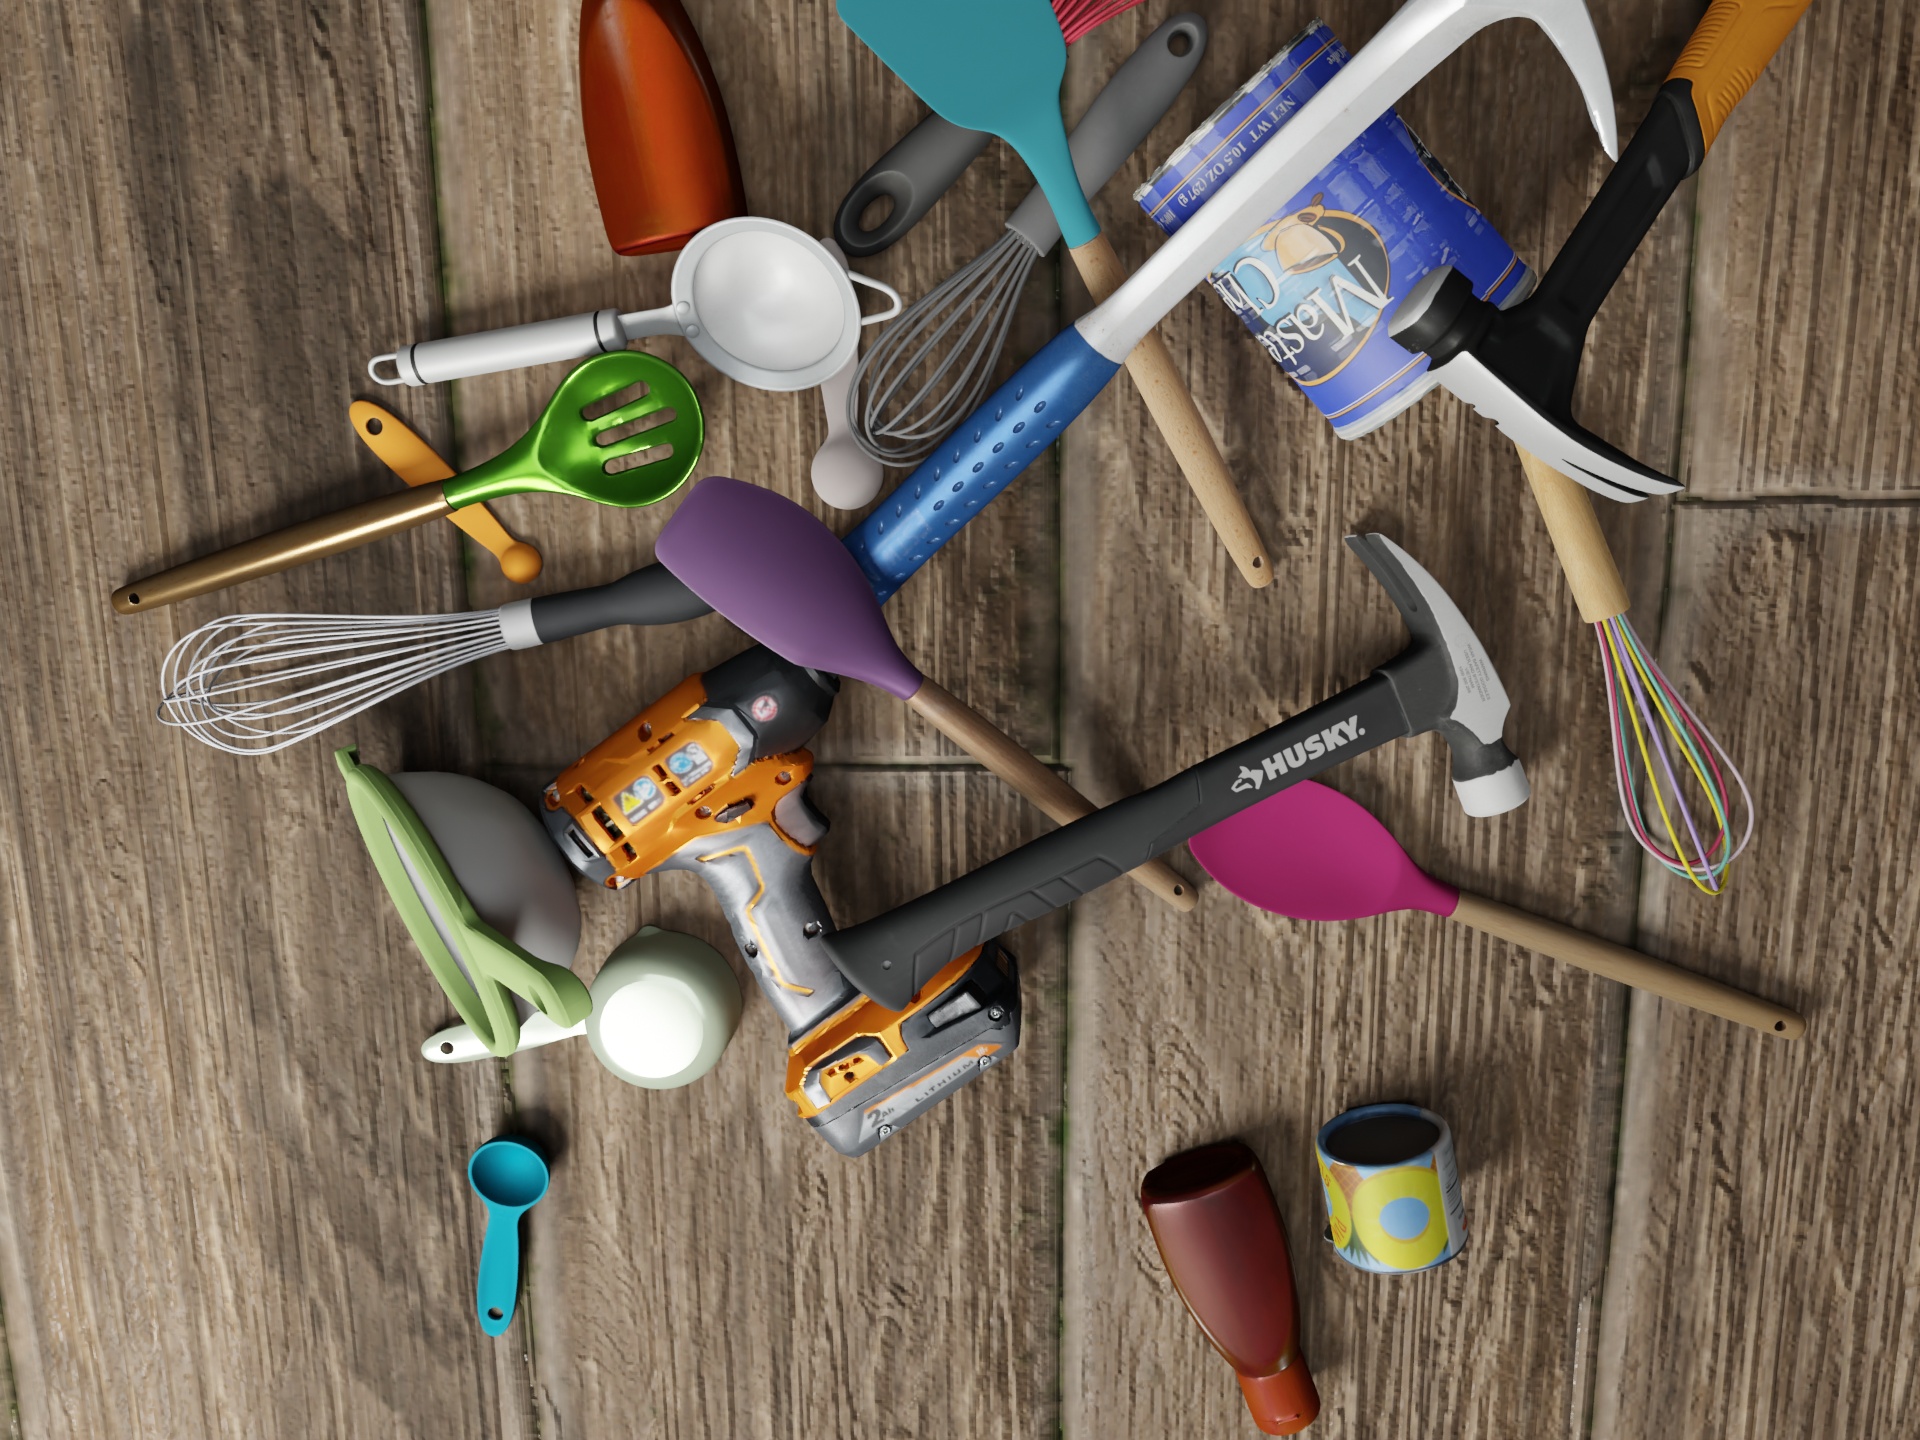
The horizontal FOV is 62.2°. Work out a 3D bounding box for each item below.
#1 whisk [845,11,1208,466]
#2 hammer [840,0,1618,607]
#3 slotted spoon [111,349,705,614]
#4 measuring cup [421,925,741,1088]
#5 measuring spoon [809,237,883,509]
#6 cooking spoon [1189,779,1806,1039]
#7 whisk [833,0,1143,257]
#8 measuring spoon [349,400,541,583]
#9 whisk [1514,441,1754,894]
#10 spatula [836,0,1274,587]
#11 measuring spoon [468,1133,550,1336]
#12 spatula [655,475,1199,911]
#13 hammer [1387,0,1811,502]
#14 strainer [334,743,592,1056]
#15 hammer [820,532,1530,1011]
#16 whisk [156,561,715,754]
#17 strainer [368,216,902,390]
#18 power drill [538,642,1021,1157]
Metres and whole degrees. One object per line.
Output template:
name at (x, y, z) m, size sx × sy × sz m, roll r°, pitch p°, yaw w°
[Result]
whisk at (0.032, -0.213, 0.706) m, size 0.055 × 0.055 × 0.239 m, roll 38°, pitch 96°, yaw -6°
hammer at (0.067, -0.155, 0.638) m, size 0.144 × 0.035 × 0.405 m, roll 36°, pitch 127°, yaw -20°
slotted spoon at (-0.261, -0.100, 0.742) m, size 0.314 × 0.031 × 0.070 m, roll -16°, pitch 103°, yaw 11°
measuring cup at (-0.194, 0.156, 0.797) m, size 0.167 × 0.038 × 0.083 m, roll -12°, pitch 102°, yaw 2°
measuring spoon at (-0.057, -0.159, 0.734) m, size 0.034 × 0.018 × 0.124 m, roll -4°, pitch 101°, yaw 3°
cooking spoon at (0.265, 0.098, 0.779) m, size 0.319 × 0.017 × 0.068 m, roll 20°, pitch 103°, yaw -2°
whisk at (0.053, -0.308, 0.681) m, size 0.296 × 0.073 × 0.073 m, roll -41°, pitch 98°, yaw 16°
measuring spoon at (-0.246, -0.108, 0.755) m, size 0.117 × 0.011 × 0.021 m, roll 44°, pitch 100°, yaw -7°
whisk at (0.310, -0.031, 0.743) m, size 0.047 × 0.051 × 0.245 m, roll -26°, pitch 97°, yaw -14°
spatula at (0.063, -0.188, 0.690) m, size 0.082 × 0.044 × 0.317 m, roll -35°, pitch 116°, yaw -4°
measuring spoon at (-0.239, 0.269, 0.839) m, size 0.042 × 0.021 × 0.128 m, roll 11°, pitch 112°, yaw -1°
spatula at (-0.001, -0.002, 0.729) m, size 0.315 × 0.018 × 0.060 m, roll 39°, pitch 79°, yaw -21°
hammer at (0.306, -0.250, 0.638) m, size 0.127 × 0.034 × 0.337 m, roll 35°, pitch 81°, yaw -9°
strainer at (-0.194, 0.081, 0.702) m, size 0.069 × 0.256 × 0.151 m, roll -29°, pitch 110°, yaw -27°
hammer at (0.093, 0.036, 0.718) m, size 0.335 × 0.035 × 0.146 m, roll -25°, pitch 99°, yaw -10°
whisk at (-0.238, -0.039, 0.752) m, size 0.284 × 0.070 × 0.070 m, roll -13°, pitch 102°, yaw -1°
strainer at (-0.151, -0.181, 0.721) m, size 0.258 × 0.050 × 0.086 m, roll -7°, pitch 133°, yaw 10°
power drill at (-0.066, 0.074, 0.751) m, size 0.164 × 0.084 × 0.226 m, roll -36°, pitch 99°, yaw 9°
